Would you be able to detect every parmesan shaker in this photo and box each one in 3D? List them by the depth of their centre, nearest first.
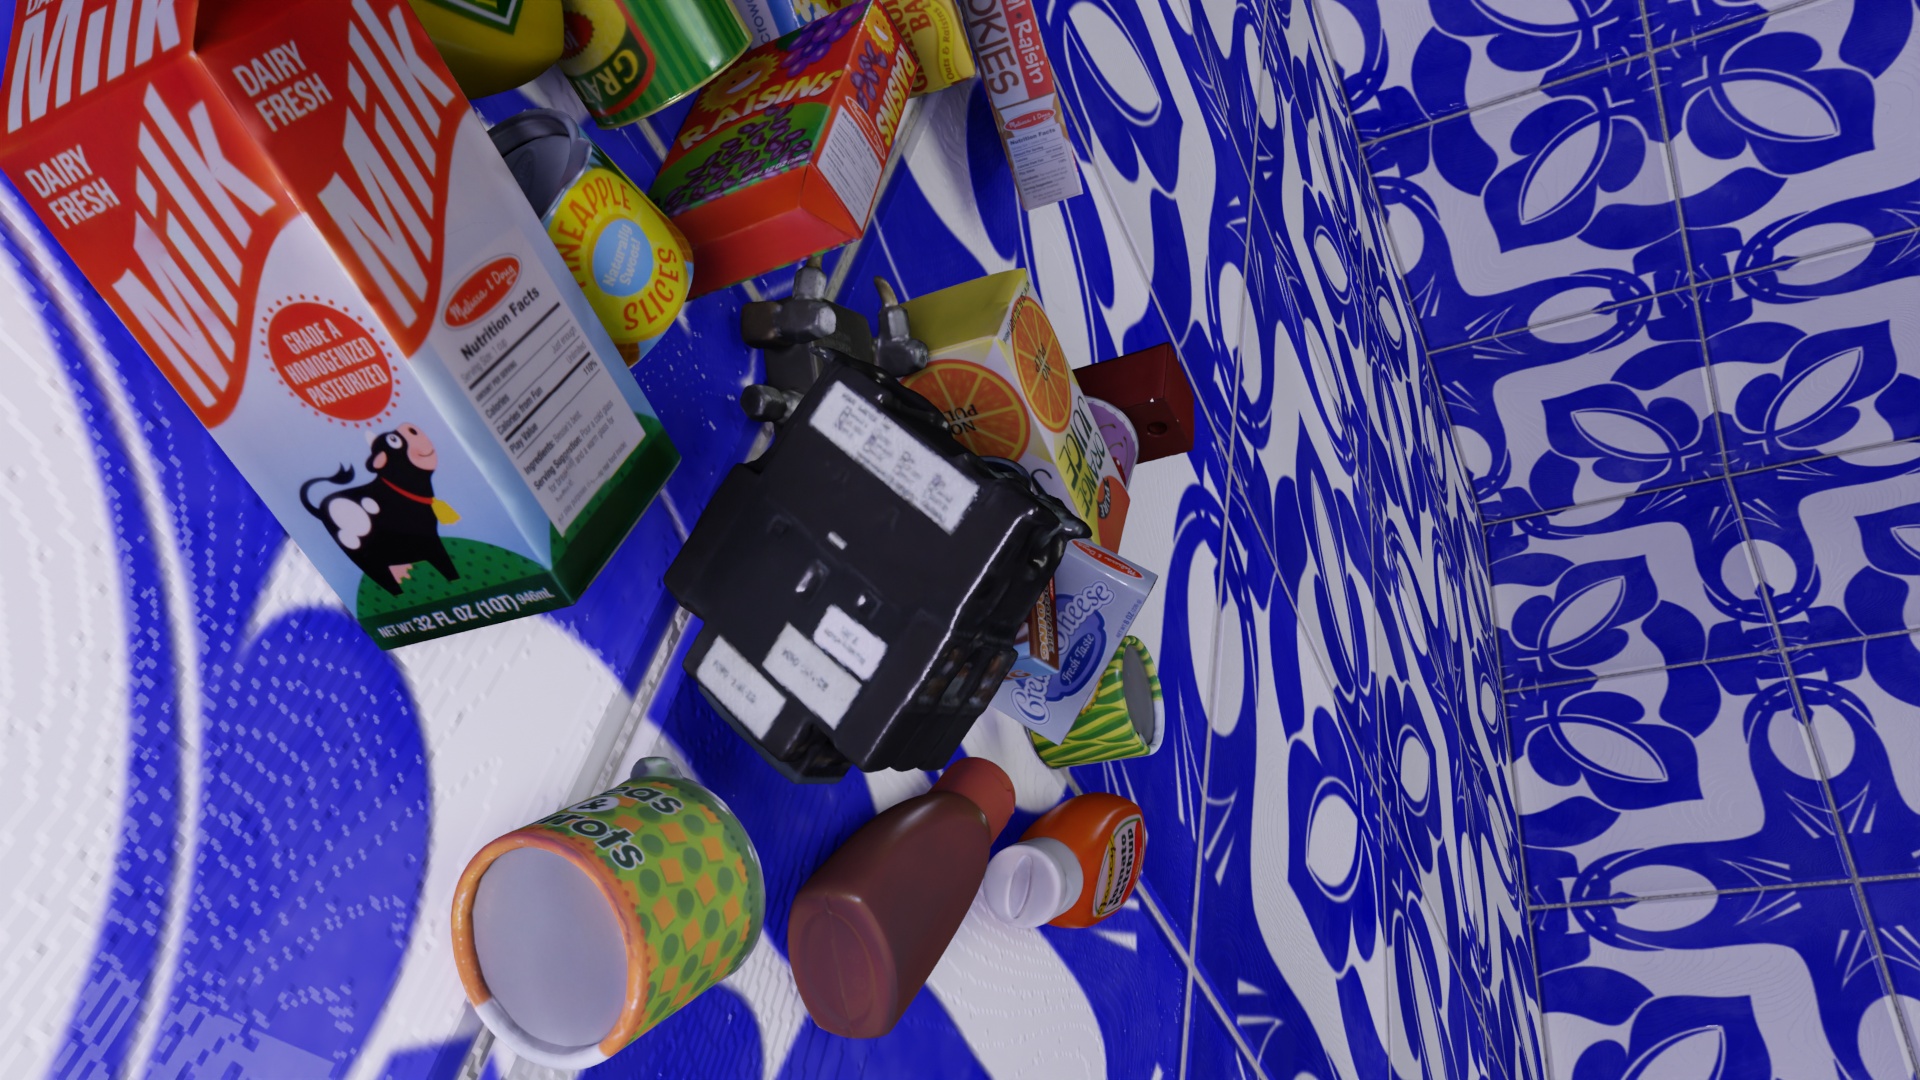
[{"bbox_3d":[-0.129,-0.205,0.483,0.102,0.071,0.072,59,31,-32],"label":"parmesan shaker"}]

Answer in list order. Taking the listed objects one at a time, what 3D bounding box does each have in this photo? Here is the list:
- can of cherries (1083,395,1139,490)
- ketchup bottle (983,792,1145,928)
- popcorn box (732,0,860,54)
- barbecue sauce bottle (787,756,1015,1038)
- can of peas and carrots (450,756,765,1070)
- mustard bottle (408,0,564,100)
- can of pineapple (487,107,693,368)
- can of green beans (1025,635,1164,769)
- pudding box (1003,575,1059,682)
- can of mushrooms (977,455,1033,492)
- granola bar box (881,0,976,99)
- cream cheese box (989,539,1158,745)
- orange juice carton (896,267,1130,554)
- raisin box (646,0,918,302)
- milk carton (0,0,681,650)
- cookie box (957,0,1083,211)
[{"bbox_3d":[0.063,-0.042,0.795,0.071,0.071,0.059,63,30,-27],"label":"can of cherries"},{"bbox_3d":[0.052,0.159,0.674,0.149,0.043,0.064,16,85,-68],"label":"ketchup bottle"},{"bbox_3d":[-0.087,-0.275,0.630,0.126,0.038,0.085,69,27,-16],"label":"popcorn box"},{"bbox_3d":[-0.017,0.135,0.568,0.149,0.043,0.064,-37,121,-63],"label":"barbecue sauce bottle"},{"bbox_3d":[-0.098,0.103,0.391,0.059,0.071,0.071,-15,92,-64],"label":"can of peas and carrots"},{"bbox_3d":[-0.177,-0.163,0.378,0.161,0.048,0.065,-17,91,-65],"label":"mustard bottle"},{"bbox_3d":[-0.124,-0.089,0.428,0.057,0.071,0.071,45,40,-48],"label":"can of pineapple"},{"bbox_3d":[0.073,0.088,0.757,0.071,0.057,0.071,39,44,-52],"label":"can of green beans"},{"bbox_3d":[-0.001,0.038,0.602,0.030,0.083,0.050,35,47,-55],"label":"pudding box"},{"bbox_3d":[0.002,-0.008,0.652,0.071,0.071,0.033,-71,150,-49],"label":"can of mushrooms"},{"bbox_3d":[-0.038,-0.309,0.673,0.166,0.039,0.123,-101,170,-46],"label":"granola bar box"},{"bbox_3d":[0.049,0.046,0.670,0.103,0.053,0.024,-65,173,33],"label":"cream cheese box"},{"bbox_3d":[0.031,-0.034,0.715,0.192,0.073,0.072,62,29,-29],"label":"orange juice carton"},{"bbox_3d":[-0.070,-0.157,0.552,0.040,0.086,0.124,53,34,-38],"label":"raisin box"},{"bbox_3d":[-0.157,-0.071,0.349,0.189,0.072,0.074,64,28,-28],"label":"milk carton"},{"bbox_3d":[0.026,-0.294,0.814,0.123,0.040,0.166,-92,165,-59],"label":"cookie box"}]
